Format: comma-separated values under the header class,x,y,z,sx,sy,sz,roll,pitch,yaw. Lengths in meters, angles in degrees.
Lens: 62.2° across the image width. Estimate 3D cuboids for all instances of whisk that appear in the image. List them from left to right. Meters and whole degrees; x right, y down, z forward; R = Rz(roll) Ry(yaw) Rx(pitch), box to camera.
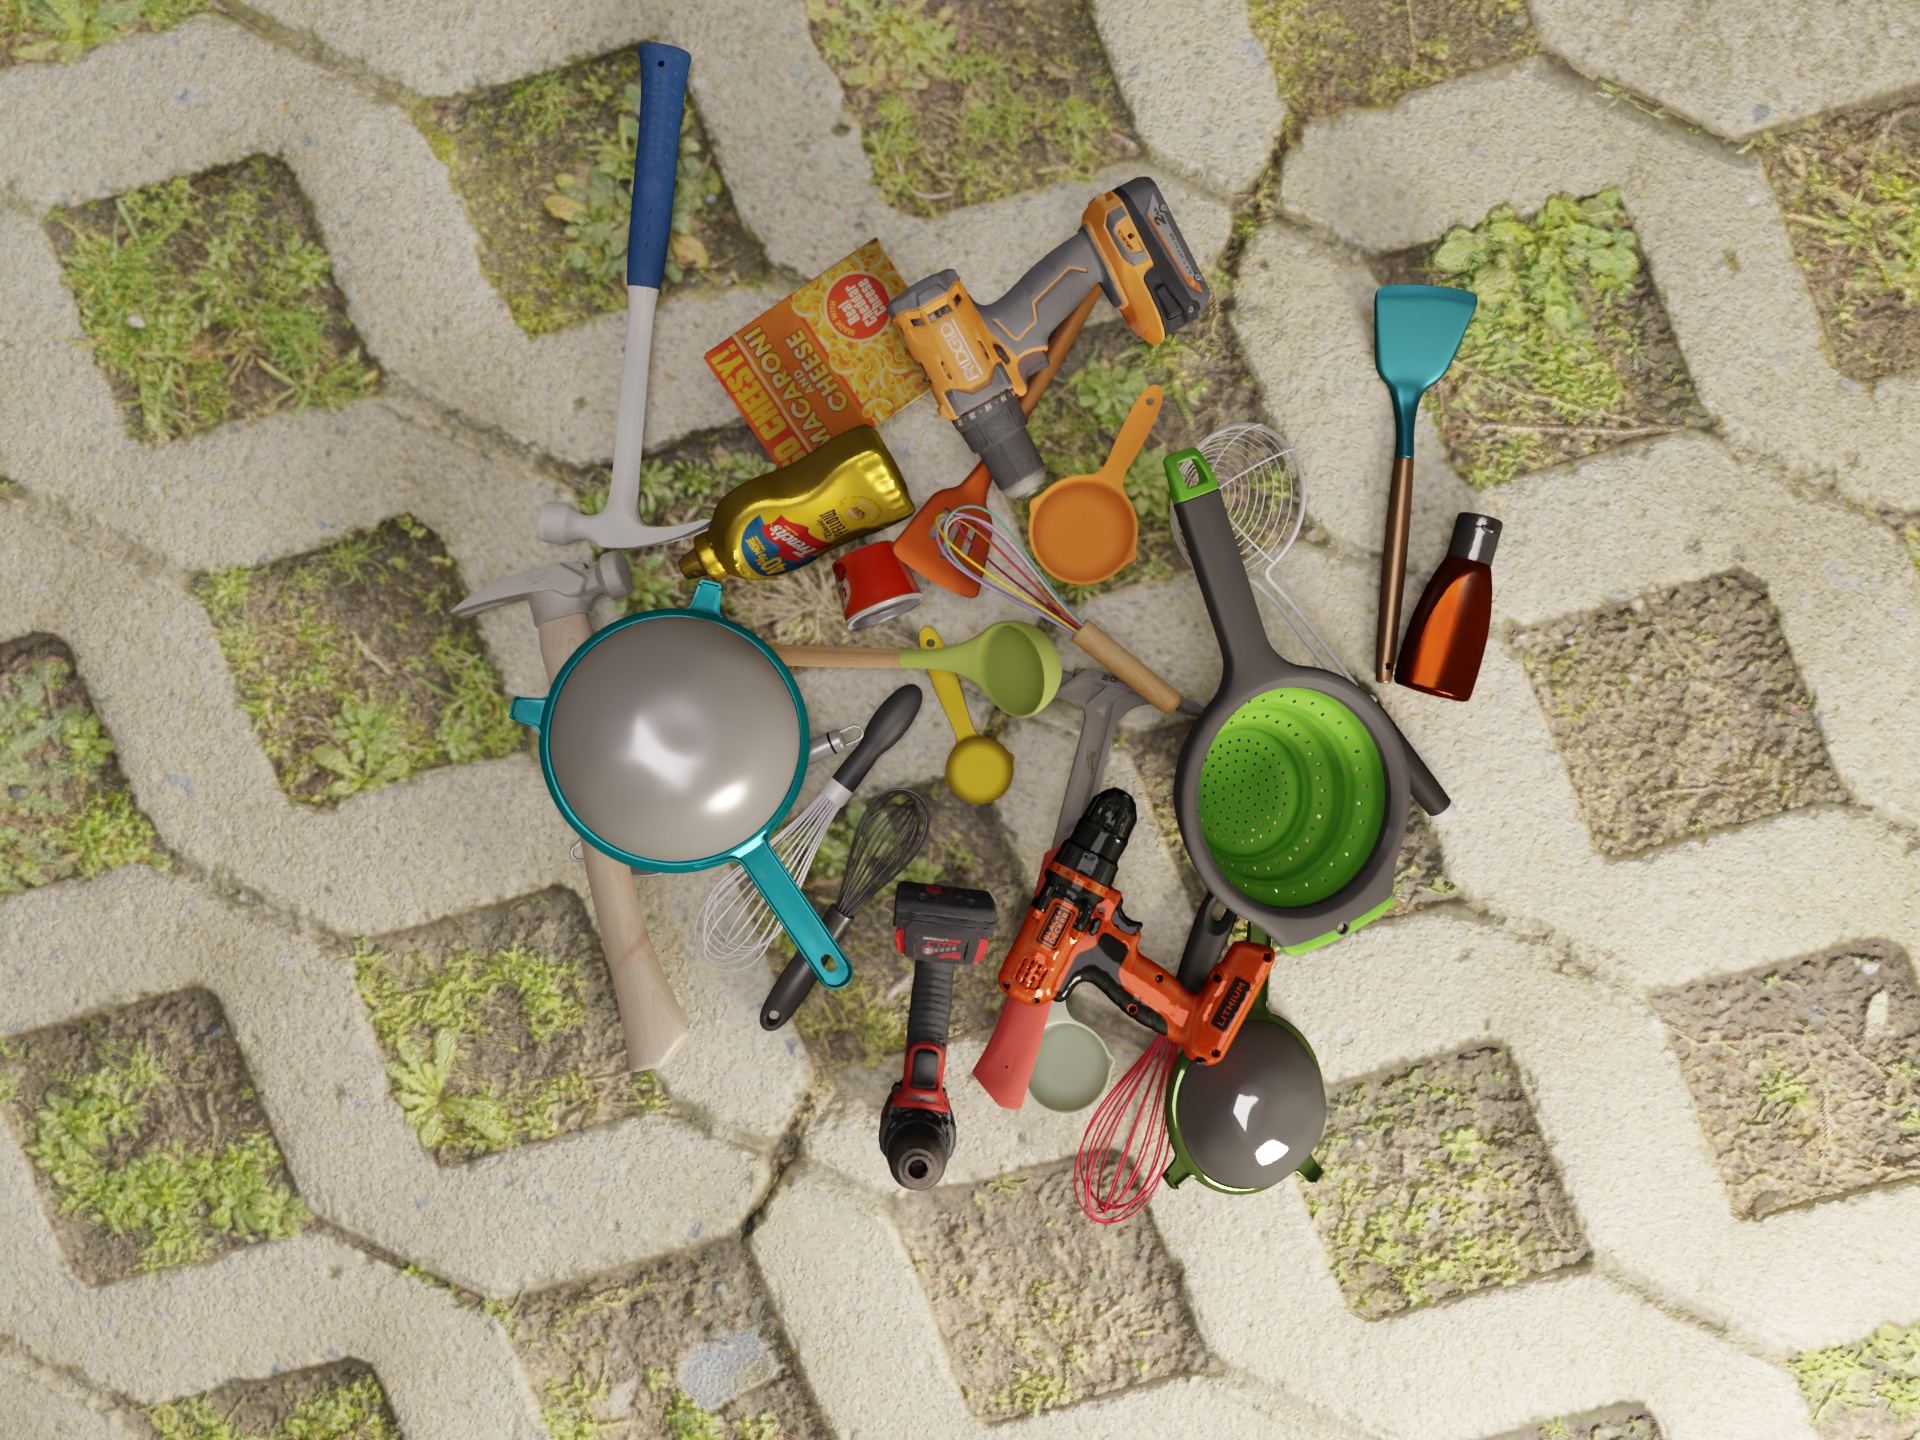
class,x,y,z,sx,sy,sz,roll,pitch,yaw
whisk,-0.122,0.084,1.306,0.070,0.070,0.284,37,87,-1
whisk,-0.101,0.157,1.312,0.055,0.055,0.239,33,97,-1
whisk,0.079,-0.088,1.266,0.245,0.047,0.051,38,91,-7
whisk,0.167,0.272,1.308,0.073,0.073,0.296,22,86,0

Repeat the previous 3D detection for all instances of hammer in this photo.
class,x,y,z,sx,sy,sz,roll,pitch,yaw
hammer,-0.299,0.076,1.272,0.146,0.038,0.411,-14,82,5
hammer,-0.254,-0.341,1.298,0.144,0.035,0.405,6,93,1
hammer,0.089,0.138,1.292,0.149,0.036,0.359,14,85,1

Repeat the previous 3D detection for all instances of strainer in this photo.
class,x,y,z,sx,sy,sz,roll,pitch,yaw
strainer,-0.197,0.058,1.302,0.258,0.050,0.087,-23,96,5
strainer,-0.181,0.062,1.215,0.211,0.095,0.340,-34,88,-14
strainer,0.248,0.259,1.275,0.151,0.069,0.256,5,88,-23

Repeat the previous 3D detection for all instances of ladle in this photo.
class,x,y,z,sx,sy,sz,roll,pitch,yaw
ladle,-0.077,-0.047,1.282,0.320,0.062,0.078,2,110,9

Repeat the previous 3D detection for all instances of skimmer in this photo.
class,x,y,z,sx,sy,sz,roll,pitch,yaw
skimmer,0.299,-0.074,1.293,0.127,0.090,0.363,-29,106,39

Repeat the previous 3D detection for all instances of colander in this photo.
class,x,y,z,sx,sy,sz,roll,pitch,yaw
colander,0.218,-0.017,1.252,0.204,0.094,0.397,-22,98,-18

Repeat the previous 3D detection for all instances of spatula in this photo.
class,x,y,z,sx,sy,sz,roll,pitch,yaw
spatula,0.053,-0.255,1.293,0.081,0.041,0.322,30,91,-12
spatula,0.359,-0.188,1.289,0.082,0.044,0.317,4,94,-3

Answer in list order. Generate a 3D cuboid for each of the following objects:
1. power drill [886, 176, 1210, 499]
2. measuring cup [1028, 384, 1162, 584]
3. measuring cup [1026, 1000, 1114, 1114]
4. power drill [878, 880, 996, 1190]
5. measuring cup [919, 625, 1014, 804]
class,x,y,z,sx,sy,sz,roll,pitch,yaw
power drill,0.080,-0.298,1.248,0.226,0.084,0.185,-30,99,-4
measuring cup,0.118,-0.190,1.290,0.095,0.052,0.173,28,91,0
measuring cup,0.081,0.241,1.320,0.083,0.038,0.168,-9,79,7
power drill,-0.024,0.247,1.246,0.080,0.188,0.227,7,89,-1
measuring cup,-0.002,-0.004,1.309,0.062,0.029,0.156,-21,94,2
